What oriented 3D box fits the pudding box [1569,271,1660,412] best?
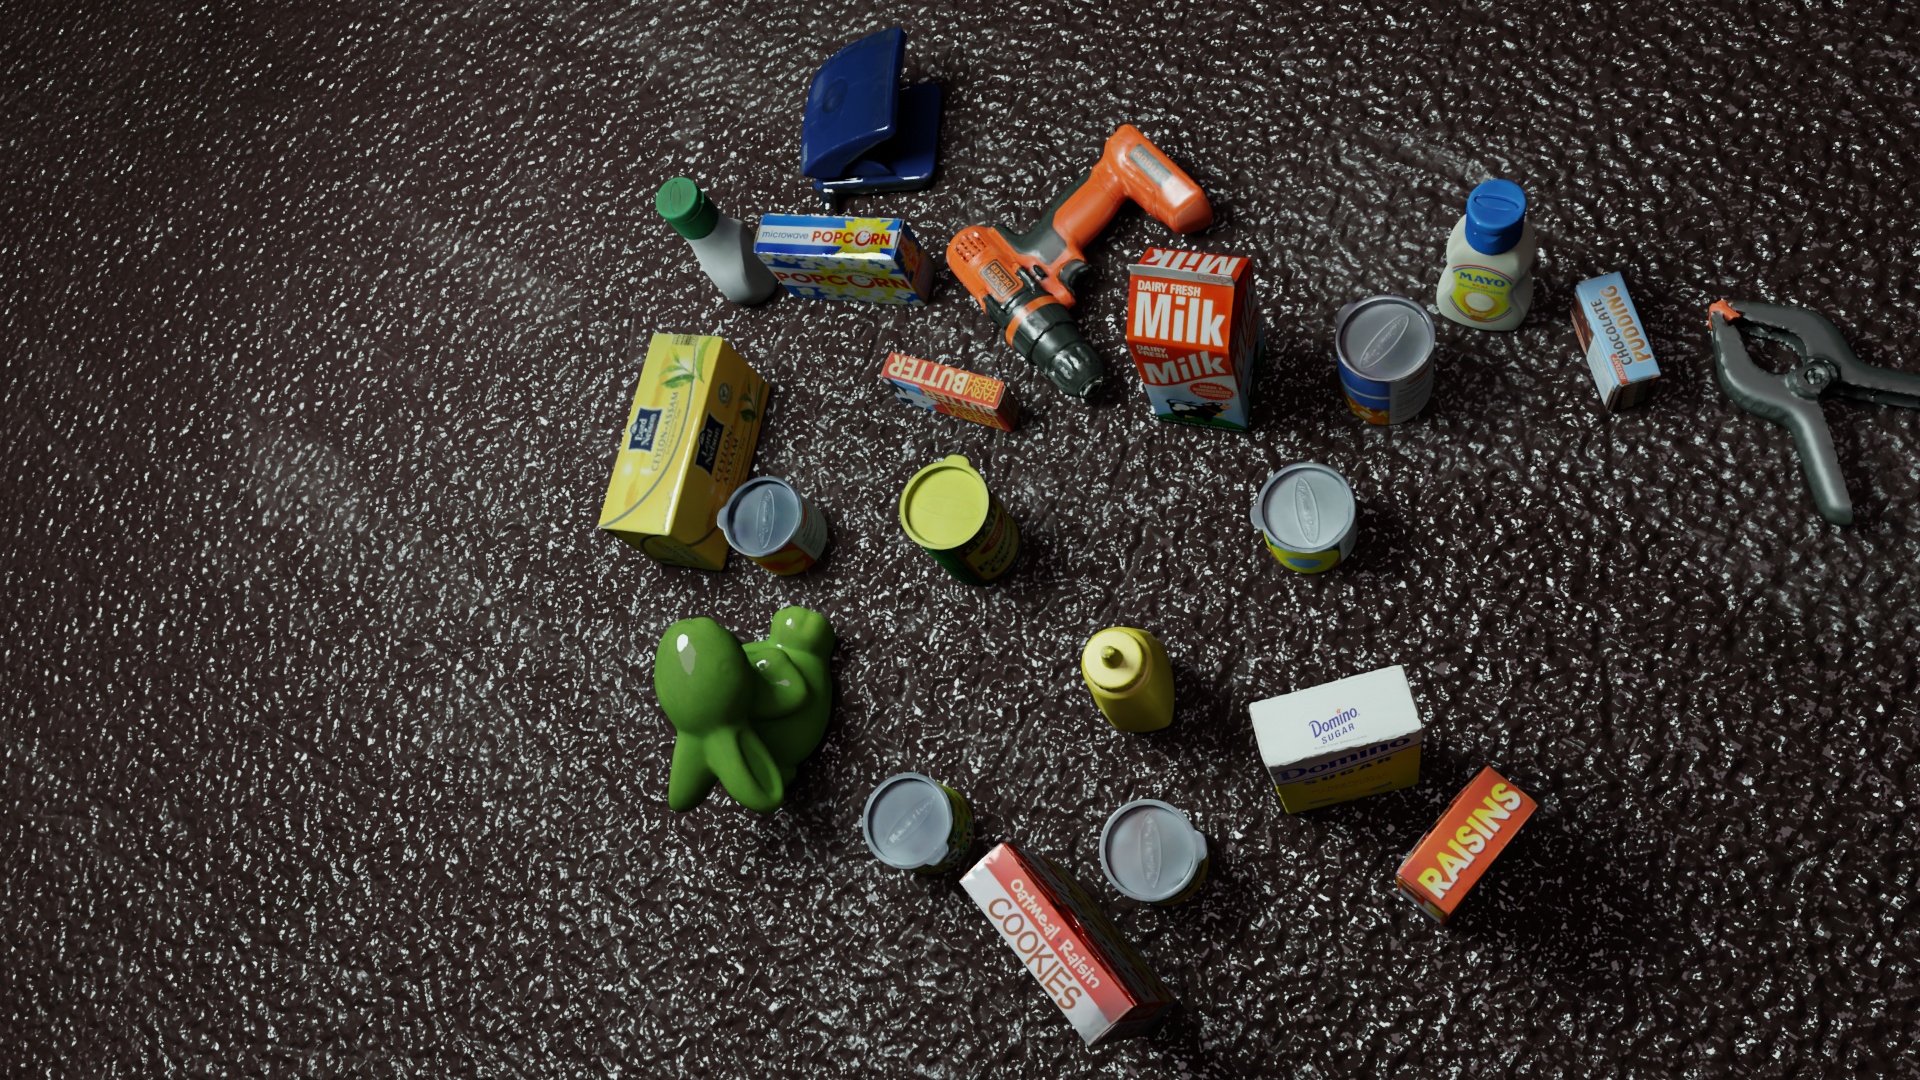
[{"bbox_3d":[0.451,-0.138,0.961,0.030,0.049,0.084,-16,69,12],"label":"pudding box"}]

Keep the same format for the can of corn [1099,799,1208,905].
[{"bbox_3d":[0.134,0.212,0.938,0.071,0.058,0.071,-5,71,16],"label":"can of corn"}]

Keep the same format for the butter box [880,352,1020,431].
[{"bbox_3d":[-0.007,-0.117,1.094,0.103,0.053,0.024,17,79,22],"label":"butter box"}]

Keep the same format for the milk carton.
[{"bbox_3d":[0.167,-0.146,0.975,0.072,0.190,0.073,10,76,20],"label":"milk carton"}]

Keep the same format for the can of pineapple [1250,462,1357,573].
[{"bbox_3d":[0.244,-0.015,0.980,0.071,0.057,0.071,-5,71,16],"label":"can of pineapple"}]

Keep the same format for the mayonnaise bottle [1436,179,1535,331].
[{"bbox_3d":[0.363,-0.194,0.953,0.065,0.148,0.041,18,79,22],"label":"mayonnaise bottle"}]

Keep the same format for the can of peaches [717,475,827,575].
[{"bbox_3d":[-0.148,-0.011,1.100,0.071,0.058,0.071,-5,71,16],"label":"can of peaches"}]

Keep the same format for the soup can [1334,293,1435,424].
[{"bbox_3d":[0.300,-0.129,0.986,0.071,0.083,0.071,-5,71,16],"label":"soup can"}]

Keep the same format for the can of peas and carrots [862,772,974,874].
[{"bbox_3d":[-0.027,0.204,0.991,0.071,0.058,0.071,-5,71,16],"label":"can of peas and carrots"}]

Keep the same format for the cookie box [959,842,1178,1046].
[{"bbox_3d":[0.073,0.256,0.883,0.040,0.167,0.123,-43,66,1],"label":"cookie box"}]

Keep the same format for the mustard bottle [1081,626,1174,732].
[{"bbox_3d":[0.111,0.088,0.931,0.049,0.160,0.065,-7,71,15],"label":"mustard bottle"}]

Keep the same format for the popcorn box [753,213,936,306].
[{"bbox_3d":[-0.095,-0.231,1.142,0.127,0.085,0.038,7,75,19],"label":"popcorn box"}]

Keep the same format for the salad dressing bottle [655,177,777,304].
[{"bbox_3d":[-0.200,-0.246,1.145,0.044,0.147,0.064,-10,70,14],"label":"salad dressing bottle"}]

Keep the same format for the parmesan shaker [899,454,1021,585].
[{"bbox_3d":[0.004,-0.013,1.029,0.071,0.103,0.071,-5,71,16],"label":"parmesan shaker"}]

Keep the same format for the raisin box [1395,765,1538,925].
[{"bbox_3d":[0.310,0.190,0.856,0.040,0.123,0.086,40,88,24],"label":"raisin box"}]
